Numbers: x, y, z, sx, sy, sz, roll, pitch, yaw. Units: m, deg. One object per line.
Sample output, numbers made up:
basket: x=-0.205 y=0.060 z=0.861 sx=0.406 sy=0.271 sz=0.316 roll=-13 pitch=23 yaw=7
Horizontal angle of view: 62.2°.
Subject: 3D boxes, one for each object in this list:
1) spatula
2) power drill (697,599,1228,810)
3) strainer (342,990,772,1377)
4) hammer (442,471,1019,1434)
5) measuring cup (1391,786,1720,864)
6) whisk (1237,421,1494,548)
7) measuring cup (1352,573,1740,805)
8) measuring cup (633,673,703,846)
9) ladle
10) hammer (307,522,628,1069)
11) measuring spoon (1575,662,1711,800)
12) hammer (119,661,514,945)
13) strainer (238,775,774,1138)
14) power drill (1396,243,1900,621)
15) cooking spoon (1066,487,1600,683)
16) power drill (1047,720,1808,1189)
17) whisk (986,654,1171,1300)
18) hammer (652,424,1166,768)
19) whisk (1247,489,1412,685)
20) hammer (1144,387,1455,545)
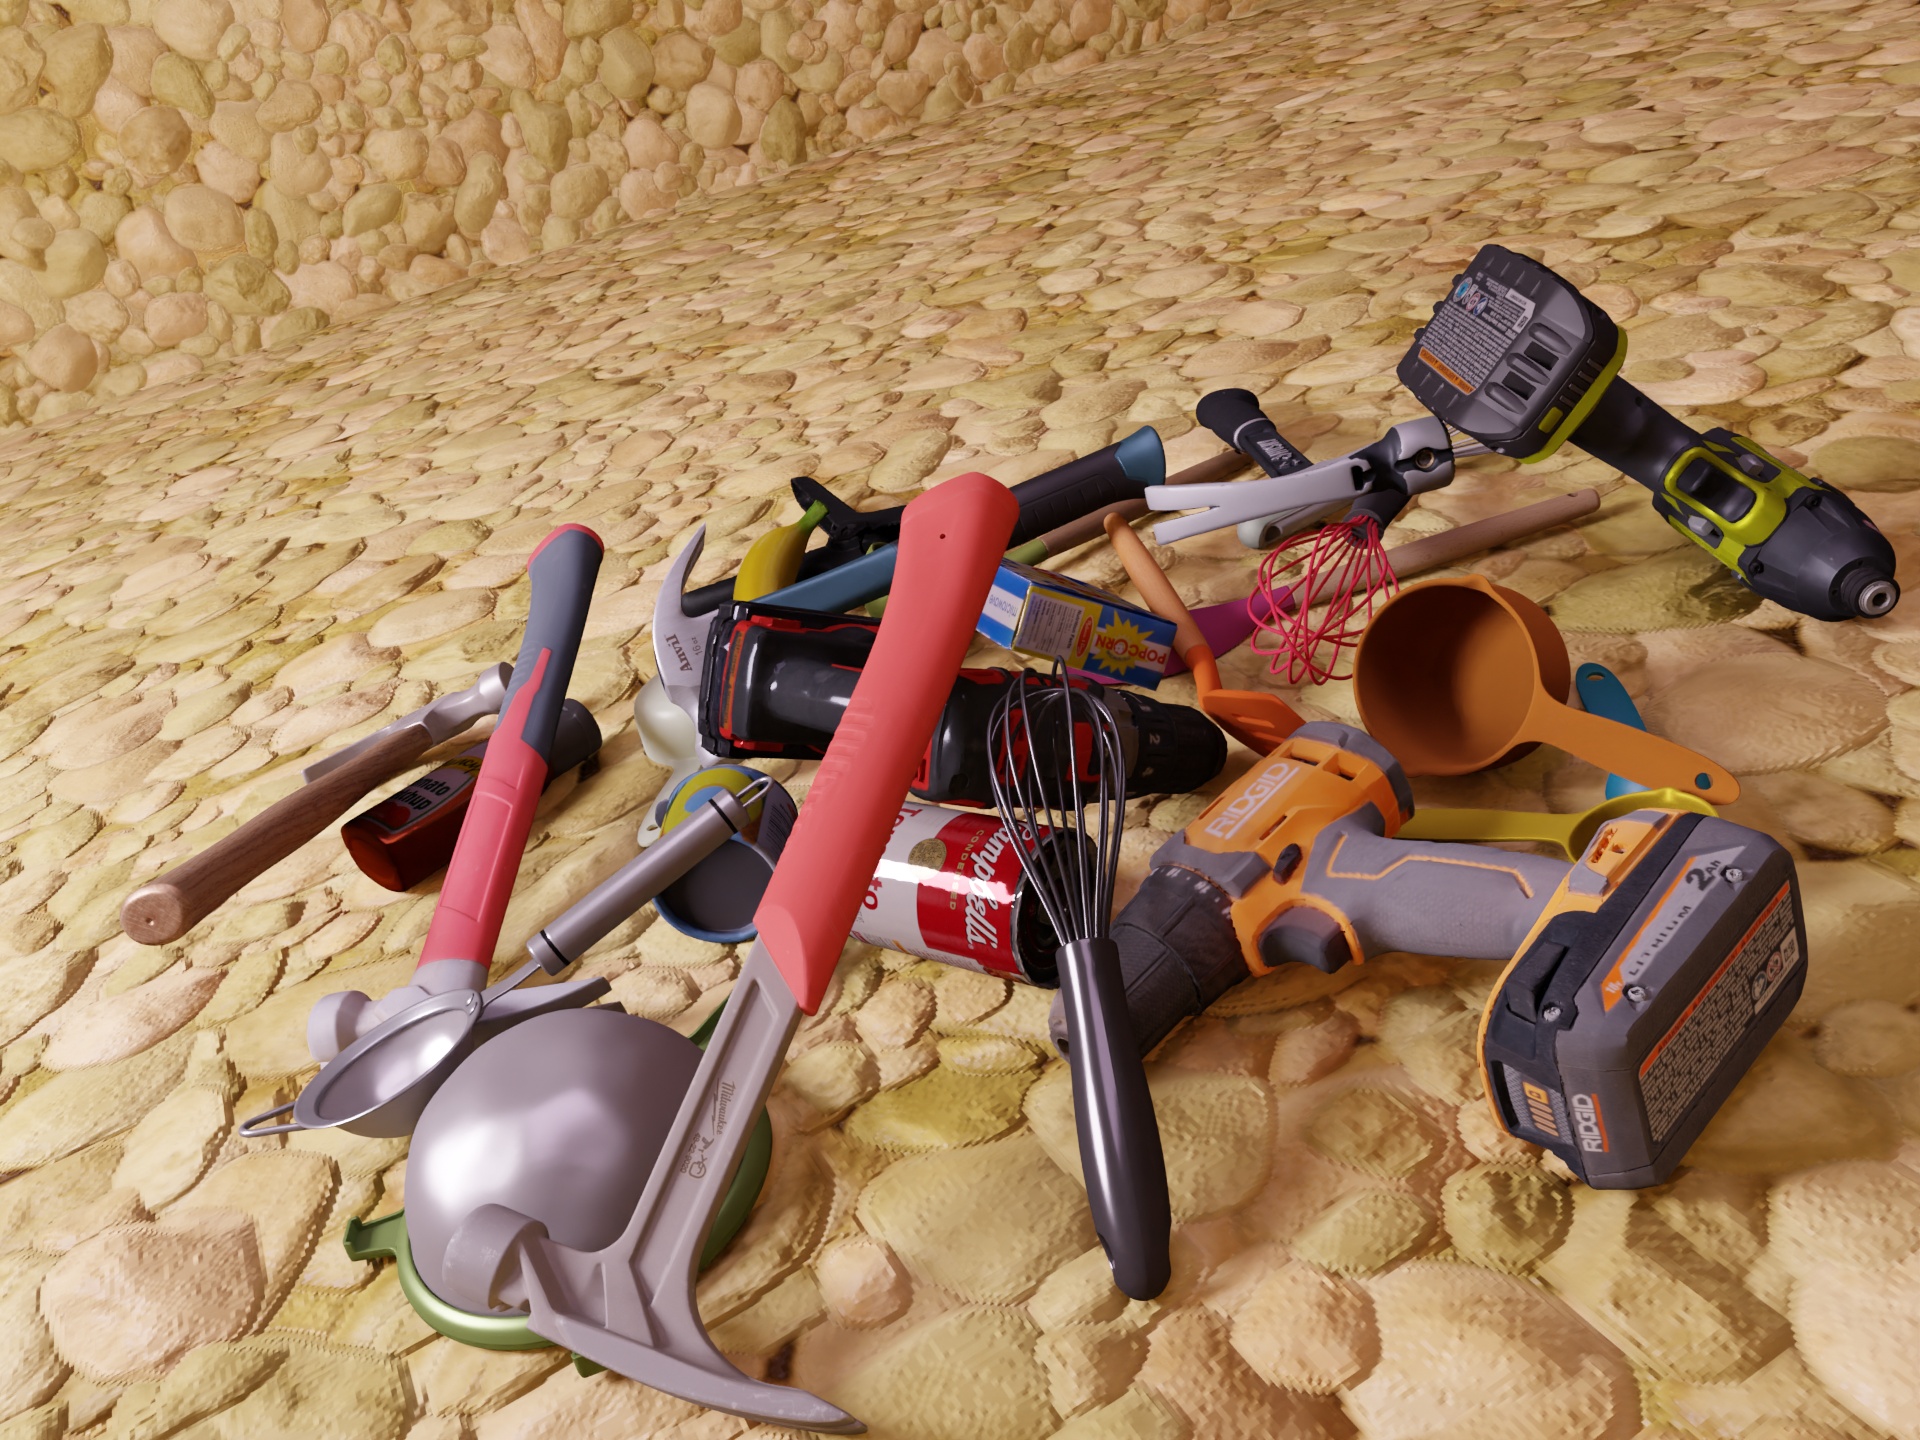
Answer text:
spatula: x=0.126 y=-0.050 z=0.840 sx=0.041 sy=0.081 sz=0.323 roll=-42 pitch=28 yaw=14
power drill: x=-0.001 y=-0.002 z=0.772 sx=0.187 sy=0.080 sz=0.227 roll=4 pitch=6 yaw=-42
strainer: x=-0.125 y=0.130 z=0.644 sx=0.151 sy=0.069 sz=0.256 roll=7 pitch=37 yaw=35
hammer: x=-0.042 y=0.060 z=0.582 sx=0.149 sy=0.036 sz=0.359 roll=14 pitch=63 yaw=17
measuring cup: x=0.236 y=0.055 z=0.658 sx=0.156 sy=0.029 sz=0.062 roll=-1 pitch=33 yaw=48
whisk: x=0.281 y=-0.165 z=0.995 sx=0.246 sy=0.057 sz=0.059 roll=-26 pitch=50 yaw=-10
measuring cup: x=0.258 y=-0.004 z=0.691 sx=0.174 sy=0.095 sz=0.052 roll=28 pitch=20 yaw=37
measuring cup: x=-0.159 y=0.013 z=0.898 sx=0.083 sy=0.038 sz=0.168 roll=-9 pitch=27 yaw=11
ladle: x=0.074 y=-0.128 z=1.020 sx=0.320 sy=0.062 sz=0.078 roll=-27 pitch=58 yaw=-26
hammer: x=-0.222 y=0.016 z=0.849 sx=0.143 sy=0.038 sz=0.387 roll=-10 pitch=41 yaw=9
measuring spoon: x=0.299 y=0.000 z=0.714 sx=0.042 sy=0.021 sz=0.129 roll=-10 pitch=31 yaw=9
hammer: x=-0.343 y=0.044 z=0.852 sx=0.130 sy=0.031 sz=0.331 roll=-26 pitch=12 yaw=11
strainer: x=-0.180 y=0.106 z=0.675 sx=0.258 sy=0.050 sz=0.087 roll=-39 pitch=22 yaw=-11
power drill: x=0.332 y=-0.129 z=0.758 sx=0.223 sy=0.080 sz=0.171 roll=27 pitch=22 yaw=-15
cooking spoon: x=0.211 y=-0.078 z=0.900 sx=0.319 sy=0.017 sz=0.069 roll=-18 pitch=29 yaw=-2
power drill: x=0.154 y=0.086 z=0.578 sx=0.185 sy=0.084 sz=0.226 roll=-39 pitch=32 yaw=-25
whisk: x=0.047 y=0.082 z=0.569 sx=0.055 sy=0.055 sz=0.239 roll=-12 pitch=61 yaw=7
hammer: x=-0.022 y=-0.093 z=0.914 sx=0.331 sy=0.128 sz=0.033 roll=-25 pitch=-10 yaw=-16
whisk: x=0.212 y=-0.095 z=0.852 sx=0.073 sy=0.073 sz=0.296 roll=0 pitch=26 yaw=26
hammer: x=0.177 y=-0.169 z=0.970 sx=0.149 sy=0.036 sz=0.409 roll=-13 pitch=15 yaw=7
